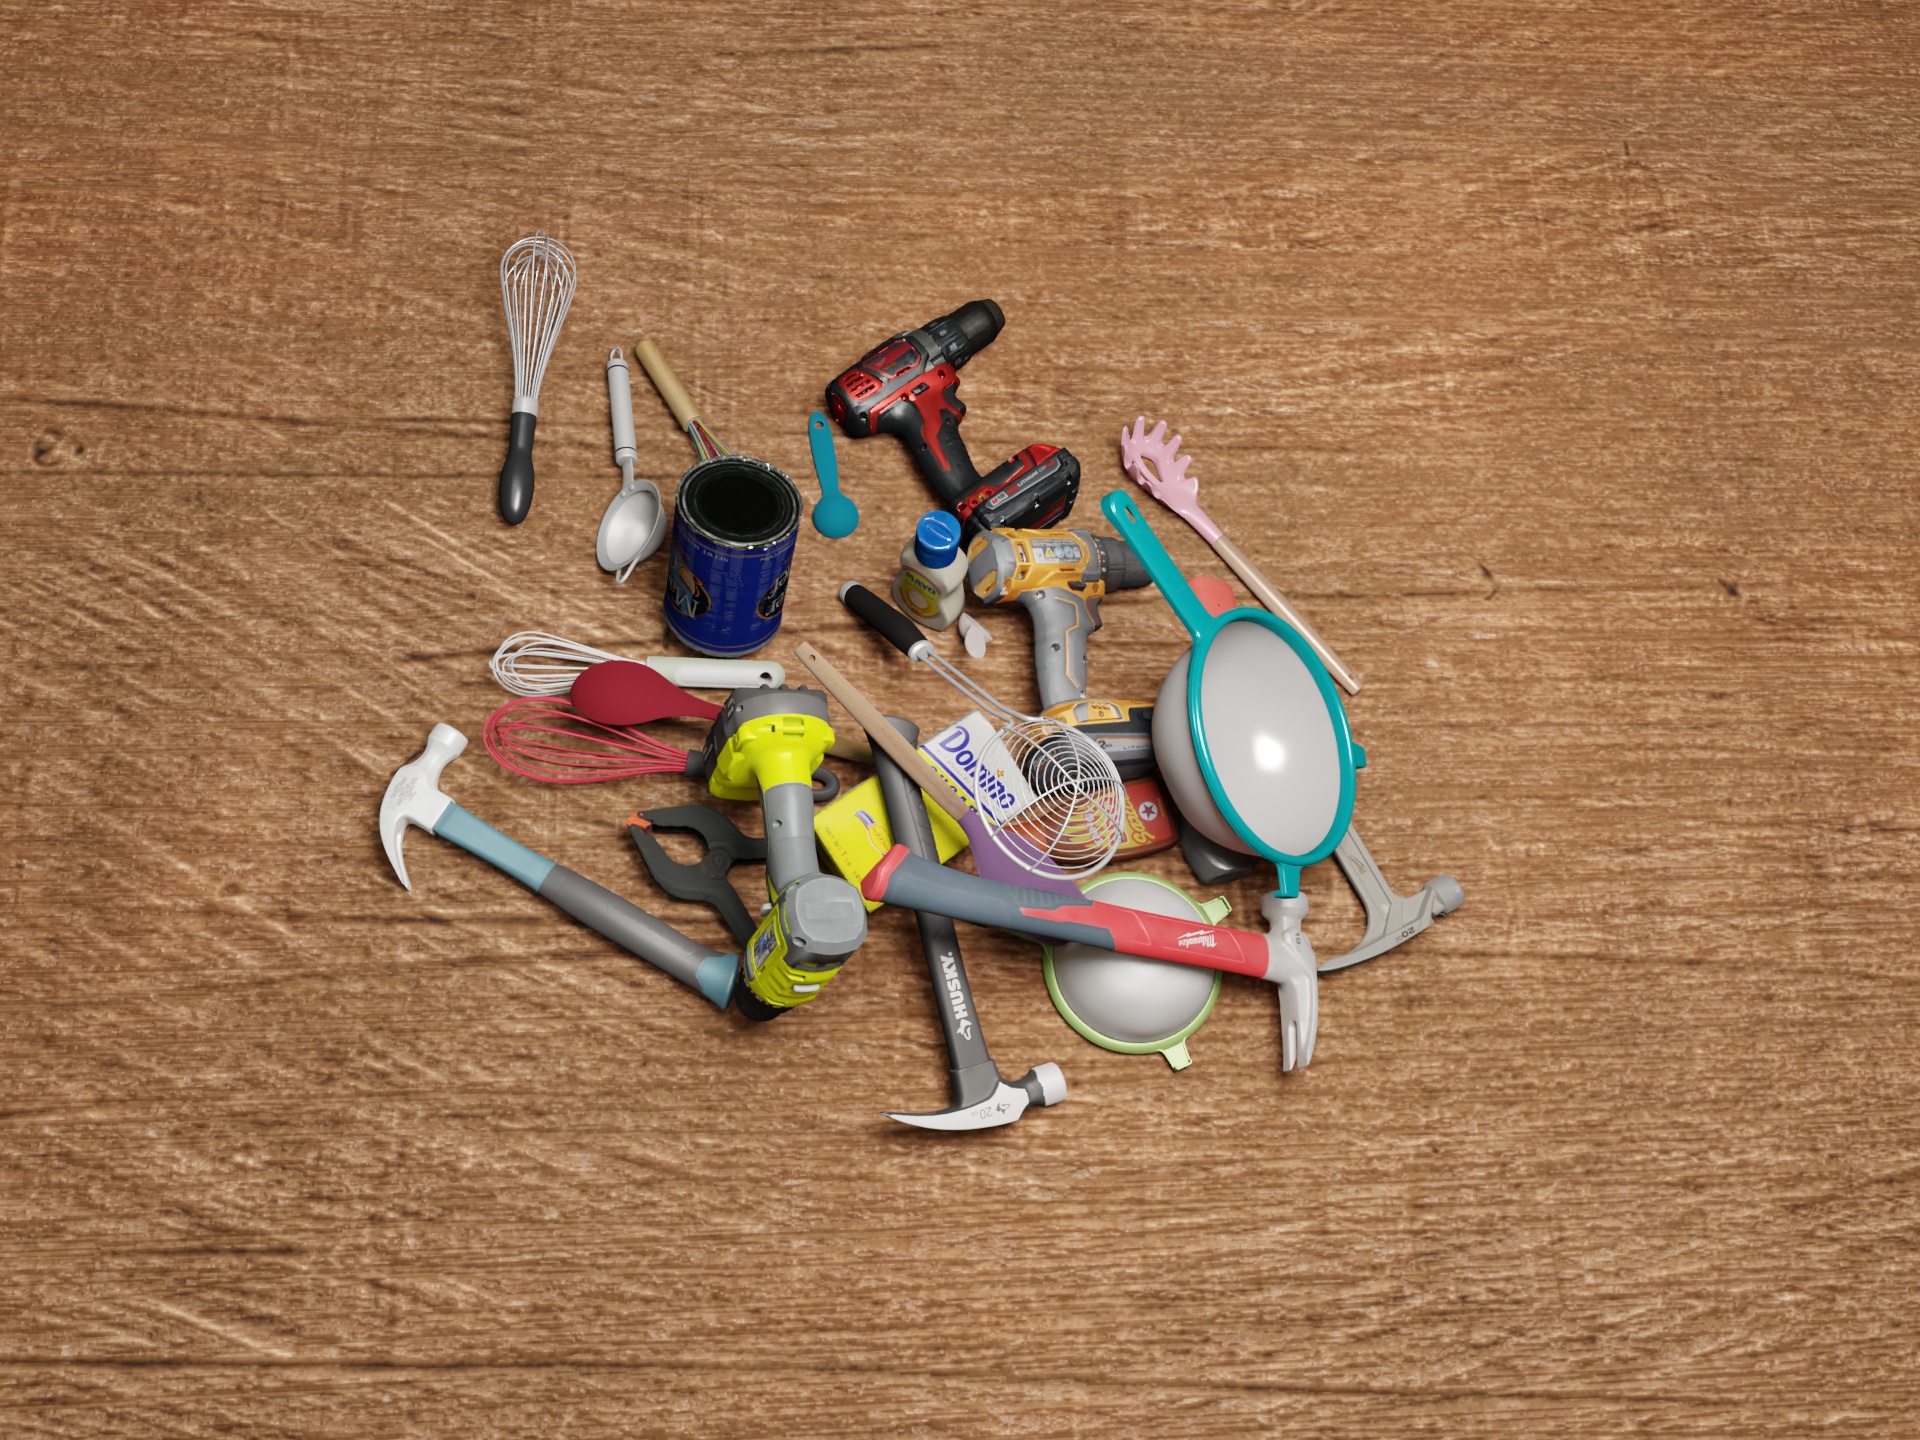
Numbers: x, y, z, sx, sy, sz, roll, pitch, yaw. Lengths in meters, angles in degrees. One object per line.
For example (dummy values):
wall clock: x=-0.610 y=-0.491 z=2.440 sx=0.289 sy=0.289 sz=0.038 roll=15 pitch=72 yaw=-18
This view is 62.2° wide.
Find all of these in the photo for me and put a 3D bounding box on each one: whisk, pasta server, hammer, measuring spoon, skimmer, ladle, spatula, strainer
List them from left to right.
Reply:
whisk: x=-0.388 y=-0.309 z=1.429 sx=0.070 sy=0.070 sz=0.285 roll=3 pitch=76 yaw=-4
hammer: x=-0.321 y=0.133 z=1.284 sx=0.331 sy=0.033 sz=0.128 roll=29 pitch=70 yaw=6
strainer: x=-0.294 y=-0.227 z=1.413 sx=0.087 sy=0.050 sz=0.259 roll=-27 pitch=62 yaw=32
whisk: x=-0.272 y=-0.042 z=1.346 sx=0.246 sy=0.059 sz=0.057 roll=2 pitch=111 yaw=-9
whisk: x=-0.245 y=0.031 z=1.318 sx=0.295 sy=0.073 sz=0.073 roll=10 pitch=70 yaw=-8
whisk: x=-0.232 y=-0.247 z=1.427 sx=0.051 sy=0.047 sz=0.245 roll=-24 pitch=69 yaw=-25
ladle: x=-0.165 y=0.006 z=1.321 sx=0.315 sy=0.031 sz=0.069 roll=15 pitch=48 yaw=-12
measuring spoon: x=-0.120 y=-0.226 z=1.436 sx=0.042 sy=0.021 sz=0.129 roll=-9 pitch=73 yaw=-8
hammer: x=-0.026 y=0.157 z=1.252 sx=0.146 sy=0.035 sz=0.335 roll=-13 pitch=85 yaw=-21
spatula: x=-0.018 y=0.057 z=1.245 sx=0.060 sy=0.018 sz=0.316 roll=-44 pitch=96 yaw=-10
skimmer: x=-0.002 y=-0.004 z=1.288 sx=0.127 sy=0.090 sz=0.364 roll=-15 pitch=36 yaw=-30
measuring spoon: x=0.008 y=-0.065 z=1.348 sx=0.034 sy=0.124 sz=0.018 roll=41 pitch=103 yaw=-9
strainer: x=0.095 y=0.172 z=1.287 sx=0.256 sy=0.069 sz=0.151 roll=19 pitch=70 yaw=0
hammer: x=0.106 y=0.169 z=1.202 sx=0.386 sy=0.038 sz=0.143 roll=14 pitch=63 yaw=-23
strainer: x=0.185 y=-0.028 z=1.266 sx=0.340 sy=0.095 sz=0.211 roll=54 pitch=46 yaw=-15
pasta server: x=0.253 y=-0.146 z=1.432 sx=0.060 sy=0.040 sz=0.316 roll=-35 pitch=78 yaw=-27
hammer: x=0.279 y=0.036 z=1.370 sx=0.149 sy=0.036 sz=0.359 roll=-25 pitch=75 yaw=-13

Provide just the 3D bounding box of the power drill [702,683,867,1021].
power drill: x=-0.141 y=0.106 z=1.212 sx=0.080 sy=0.190 sz=0.229 roll=1 pitch=61 yaw=-25

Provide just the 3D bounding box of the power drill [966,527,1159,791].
power drill: x=0.115 y=-0.061 z=1.358 sx=0.185 sy=0.084 sz=0.226 roll=-4 pitch=70 yaw=-31

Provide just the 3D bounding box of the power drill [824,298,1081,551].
power drill: x=0.012 y=-0.270 z=1.438 sx=0.188 sy=0.080 sz=0.227 roll=-36 pitch=74 yaw=-16
